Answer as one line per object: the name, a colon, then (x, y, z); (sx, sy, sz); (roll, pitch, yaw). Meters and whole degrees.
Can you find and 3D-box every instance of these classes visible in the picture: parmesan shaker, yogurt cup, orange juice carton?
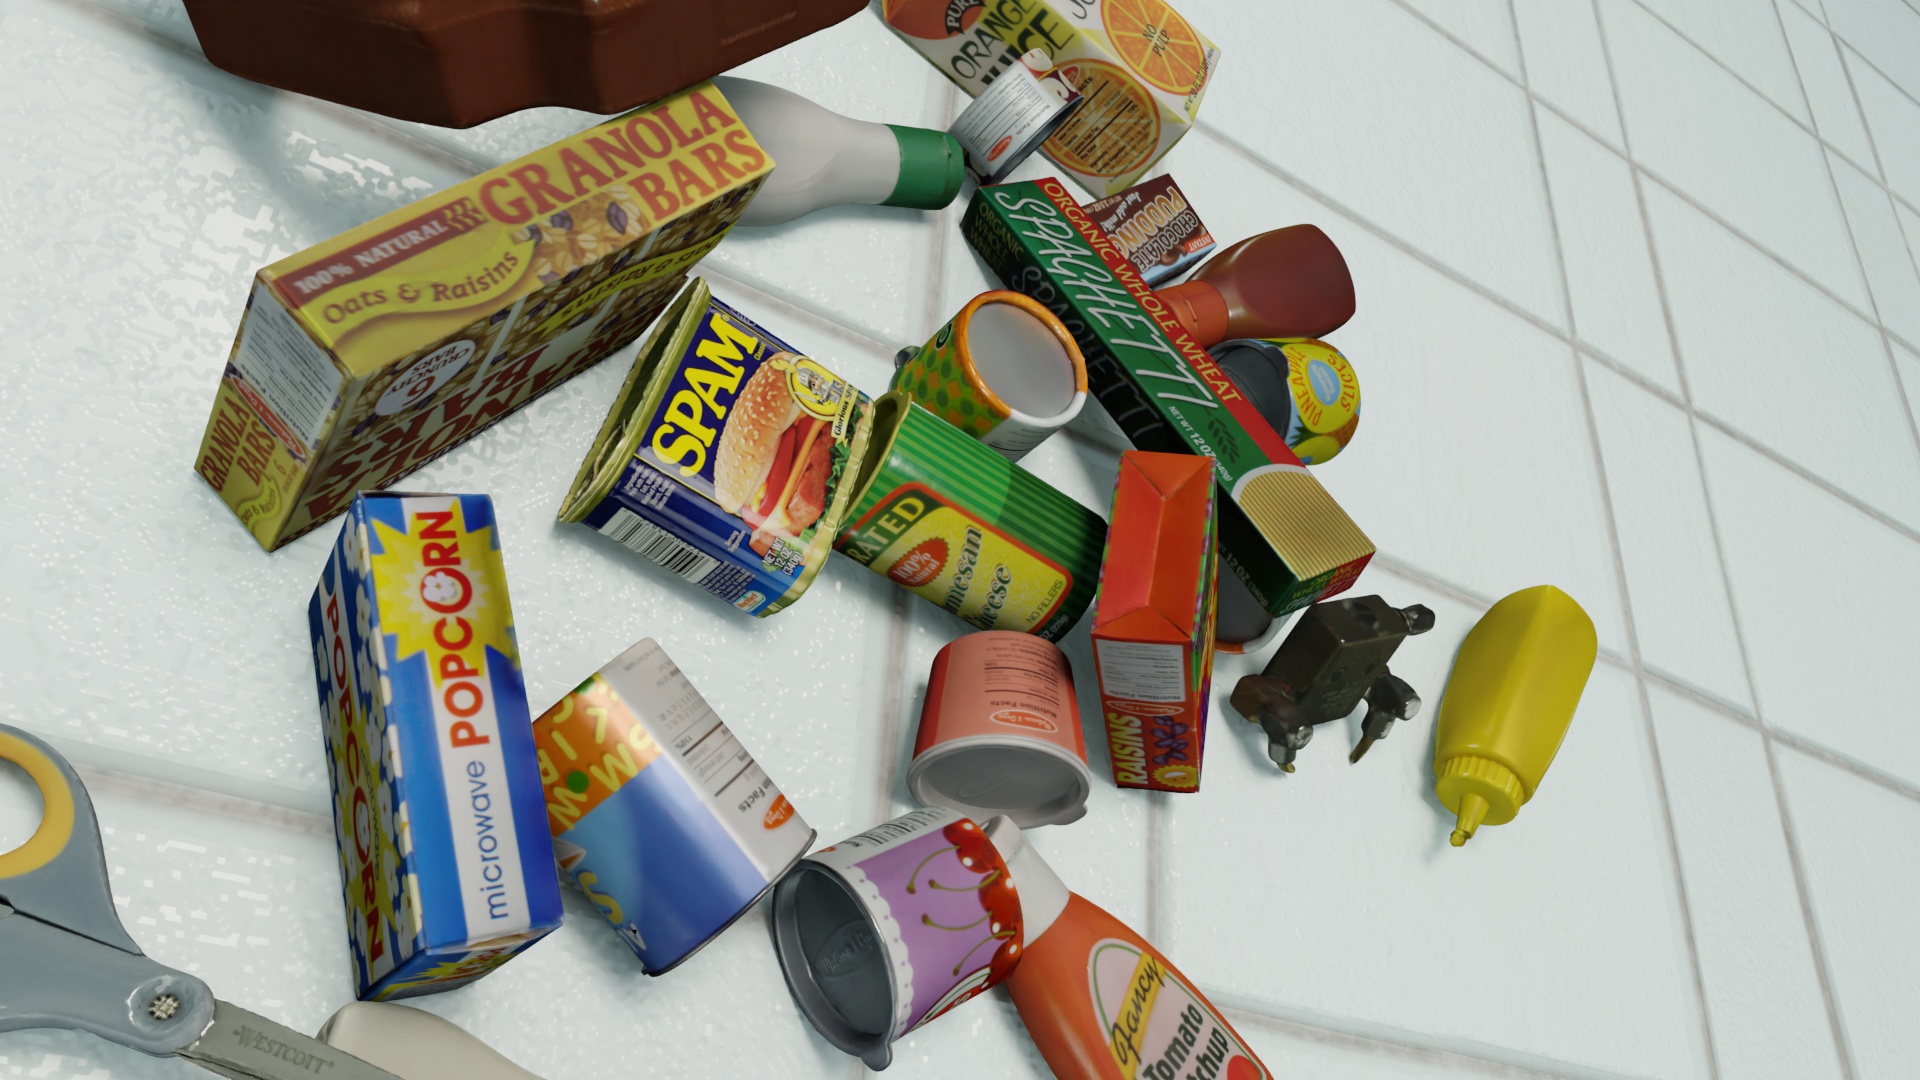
parmesan shaker: (0.002, -0.007, 0.549); (0.103, 0.071, 0.072); (30, 53, -20)
yogurt cup: (0.015, 0.070, 0.524); (0.072, 0.072, 0.054); (23, 47, -24)
orange juice carton: (0.033, -0.269, 0.706); (0.192, 0.072, 0.072); (35, 51, -15)

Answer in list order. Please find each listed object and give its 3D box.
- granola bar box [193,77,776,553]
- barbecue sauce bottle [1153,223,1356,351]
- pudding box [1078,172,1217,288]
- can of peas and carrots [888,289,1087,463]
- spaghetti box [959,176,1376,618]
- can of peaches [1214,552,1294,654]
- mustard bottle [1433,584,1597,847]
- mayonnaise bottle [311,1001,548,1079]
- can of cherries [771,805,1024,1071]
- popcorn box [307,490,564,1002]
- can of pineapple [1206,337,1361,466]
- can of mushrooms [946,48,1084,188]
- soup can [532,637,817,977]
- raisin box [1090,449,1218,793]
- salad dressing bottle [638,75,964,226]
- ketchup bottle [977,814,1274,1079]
granola bar box: (-0.148, -0.072, 0.442); (0.039, 0.123, 0.166); (52, 49, -4)
barbecue sauce bottle: (0.148, -0.126, 0.733); (0.149, 0.043, 0.065); (-22, 86, -40)
pudding box: (0.089, -0.153, 0.713); (0.084, 0.030, 0.049); (-31, 87, -41)
can of peas and carrots: (0.011, -0.067, 0.595); (0.071, 0.058, 0.071); (17, 58, -28)
spaghetti box: (0.085, -0.073, 0.621); (0.050, 0.028, 0.251); (-17, 59, -33)
can of peaches: (0.126, 0.009, 0.634); (0.071, 0.071, 0.058); (51, 49, -2)
mustard bottle: (0.270, 0.093, 0.695); (0.049, 0.065, 0.161); (40, 56, -5)
mayonnaise bottle: (-0.114, 0.181, 0.390); (0.148, 0.041, 0.065); (28, 47, -22)
can of cherries: (-0.020, 0.131, 0.465); (0.058, 0.071, 0.071); (-15, 76, -41)
popcorn box: (-0.153, 0.060, 0.395); (0.038, 0.085, 0.127); (-3, 68, -35)
can of pineapple: (0.157, -0.068, 0.692); (0.058, 0.070, 0.071); (-8, 72, -38)
can of mushrooms: (0.025, -0.203, 0.673); (0.033, 0.070, 0.071); (46, 49, -5)
soup can: (-0.099, 0.084, 0.436); (0.084, 0.071, 0.072); (51, 49, -2)
raisin box: (0.080, 0.036, 0.553); (0.040, 0.122, 0.086); (3, 55, 14)
salad dressing bottle: (-0.066, -0.166, 0.603); (0.148, 0.043, 0.064); (-6, 69, -38)
ketchup bottle: (0.050, 0.168, 0.510); (0.149, 0.043, 0.065); (50, 48, -3)
